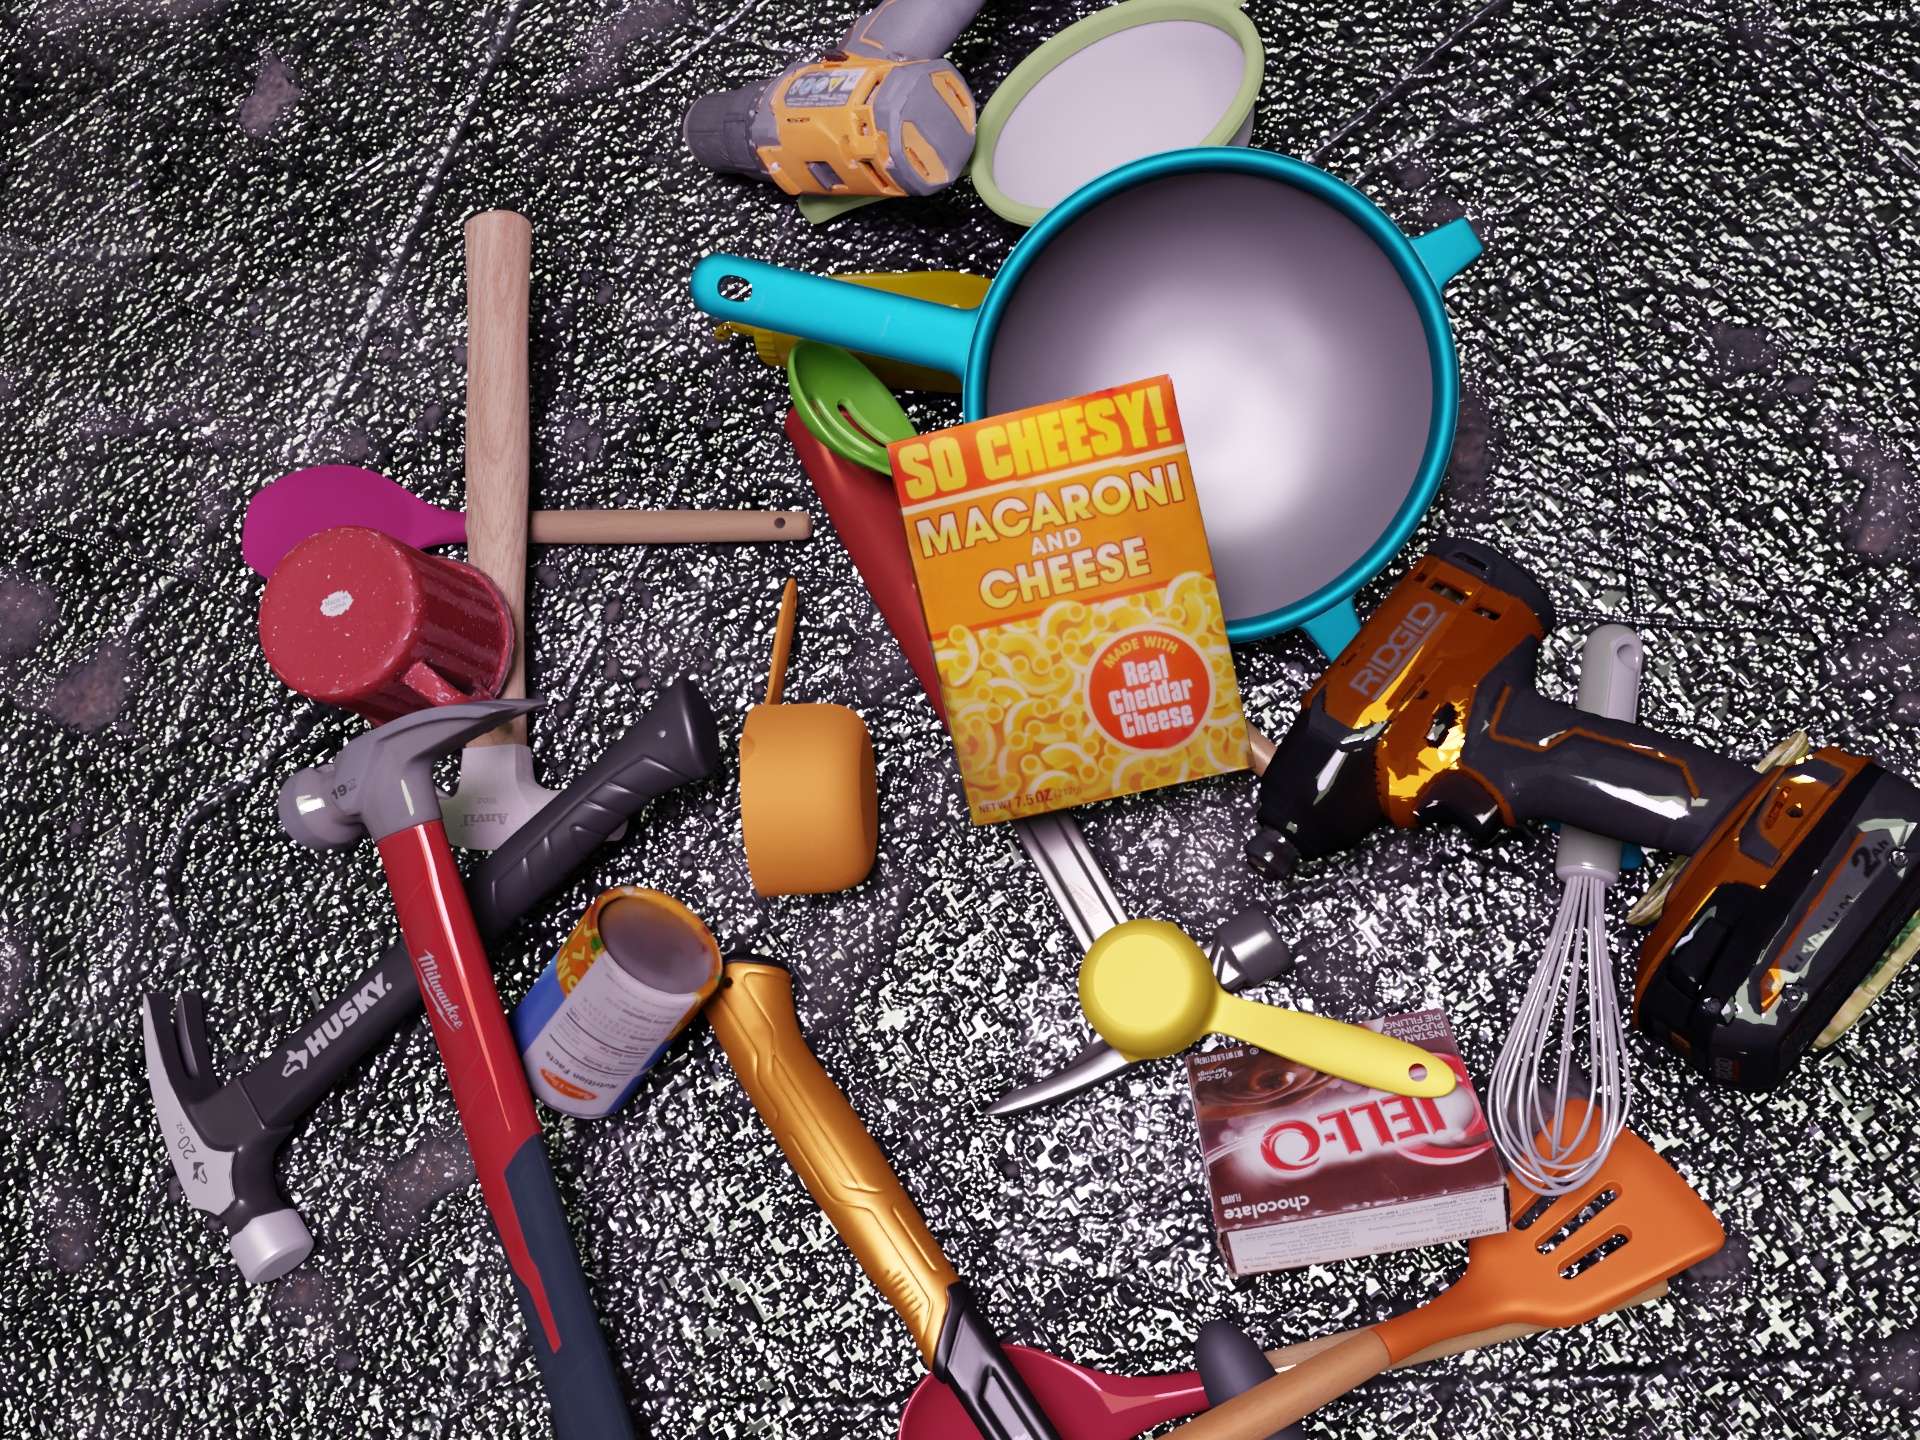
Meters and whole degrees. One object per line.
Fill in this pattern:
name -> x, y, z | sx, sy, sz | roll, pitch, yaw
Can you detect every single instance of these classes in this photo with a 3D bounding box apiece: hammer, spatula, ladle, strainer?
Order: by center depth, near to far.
spatula -> 0.138, 0.240, 0.595 | 0.322, 0.041, 0.081 | -19, 40, -19
ladle -> 0.129, 0.263, 0.646 | 0.315, 0.031, 0.069 | -15, 72, 4
hammer -> -0.024, 0.236, 0.655 | 0.127, 0.034, 0.337 | -34, 62, -9
hammer -> -0.176, 0.184, 0.663 | 0.143, 0.038, 0.386 | -21, 85, 30
strainer -> 0.049, -0.160, 0.730 | 0.340, 0.095, 0.211 | 15, 101, 6
hammer -> -0.243, 0.099, 0.741 | 0.335, 0.035, 0.146 | -41, 70, 6
hammer -> -0.001, -0.002, 0.746 | 0.149, 0.036, 0.359 | -30, 71, 1
hammer -> -0.236, -0.099, 0.805 | 0.130, 0.031, 0.331 | -5, 80, 11
strainer -> 0.039, -0.277, 0.813 | 0.256, 0.069, 0.152 | -6, 58, 28

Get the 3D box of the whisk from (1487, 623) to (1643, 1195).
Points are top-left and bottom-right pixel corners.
whisk -> 0.258, 0.072, 0.656 | 0.057, 0.059, 0.246 | 22, 70, -21

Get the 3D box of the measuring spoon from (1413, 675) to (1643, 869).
measuring spoon -> 0.245, 0.021, 0.698 | 0.129, 0.021, 0.042 | 40, 84, 19

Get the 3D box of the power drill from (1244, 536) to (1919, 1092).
power drill -> 0.228, 0.040, 0.615 | 0.164, 0.084, 0.227 | -49, 54, -6

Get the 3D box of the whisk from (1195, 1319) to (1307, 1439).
whisk -> 0.162, 0.357, 0.585 | 0.070, 0.070, 0.285 | -29, 73, 1

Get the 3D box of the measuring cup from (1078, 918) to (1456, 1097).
measuring cup -> 0.120, 0.121, 0.642 | 0.156, 0.029, 0.062 | 14, 75, 24

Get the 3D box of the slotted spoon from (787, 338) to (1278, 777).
slotted spoon -> 0.036, -0.069, 0.738 | 0.314, 0.070, 0.031 | 41, 124, 8

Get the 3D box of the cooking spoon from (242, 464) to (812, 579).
cooking spoon -> -0.231, -0.100, 0.830 | 0.319, 0.017, 0.069 | 1, 80, 12

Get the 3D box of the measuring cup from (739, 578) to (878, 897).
measuring cup -> -0.065, 0.001, 0.744 | 0.052, 0.095, 0.174 | -1, 55, 5

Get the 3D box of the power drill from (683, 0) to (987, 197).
power drill -> -0.039, -0.370, 0.829 | 0.185, 0.084, 0.226 | 17, 74, 41
